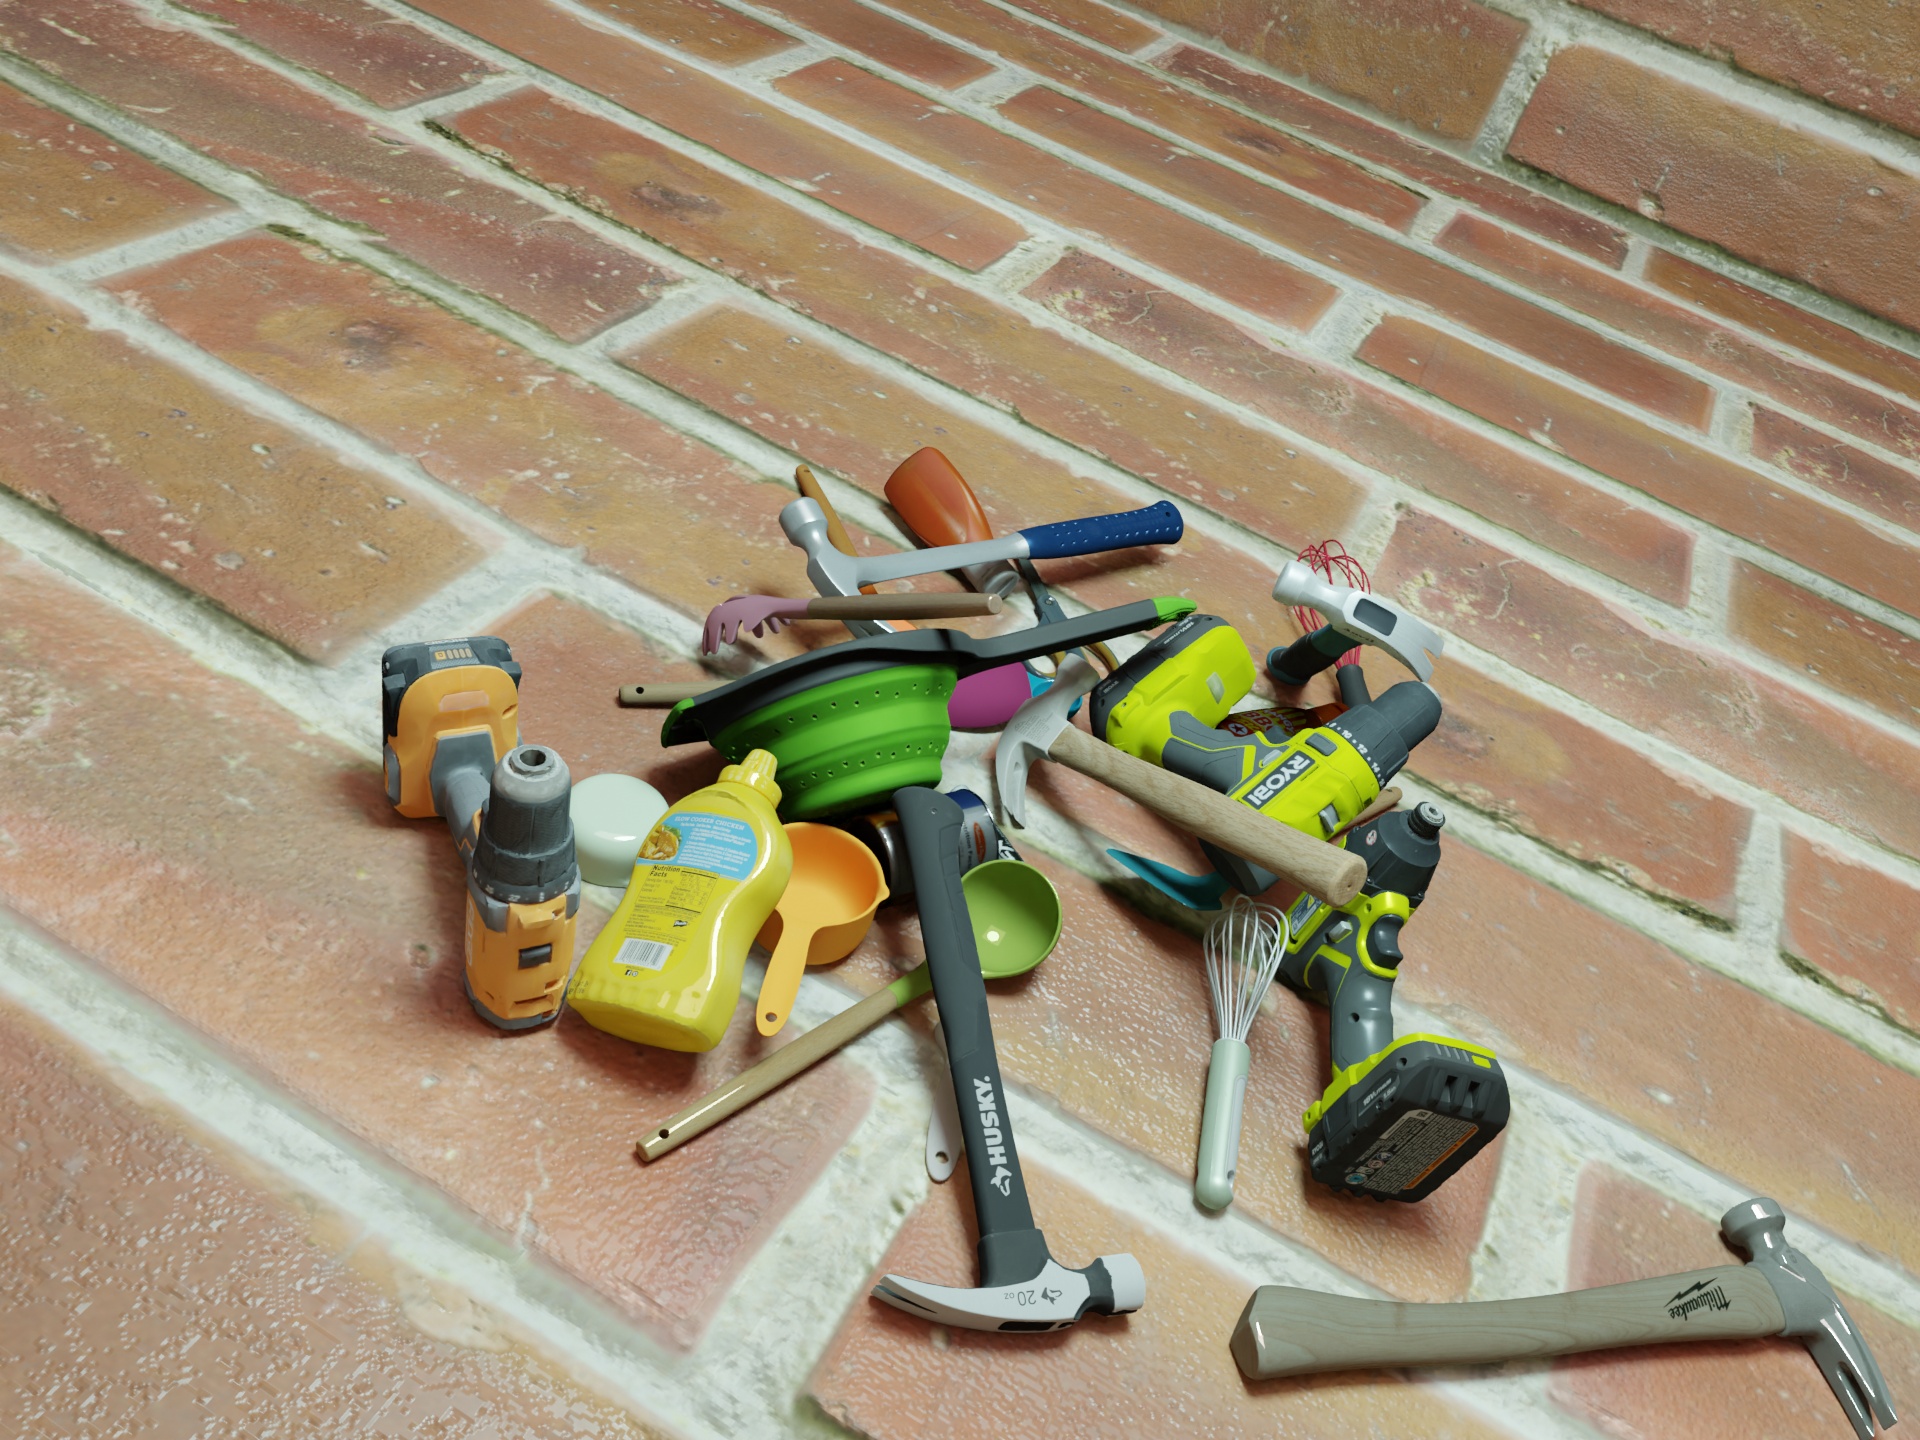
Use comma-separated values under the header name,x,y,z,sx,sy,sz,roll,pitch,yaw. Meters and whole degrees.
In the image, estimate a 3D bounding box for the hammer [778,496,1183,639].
name,x,y,z,sx,sy,sz,roll,pitch,yaw
hammer,0.045,-0.139,1.325,0.405,0.035,0.144,-14,66,-40

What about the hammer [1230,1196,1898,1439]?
name,x,y,z,sx,sy,sz,roll,pitch,yaw
hammer,0.352,0.361,0.929,0.410,0.038,0.146,3,43,-19

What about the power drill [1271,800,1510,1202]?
name,x,y,z,sx,sy,sz,roll,pitch,yaw
power drill,0.269,0.172,1.011,0.080,0.171,0.223,16,43,-13

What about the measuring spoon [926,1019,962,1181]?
name,x,y,z,sx,sy,sz,roll,pitch,yaw
measuring spoon,-0.003,0.222,0.958,0.034,0.018,0.124,16,40,-4

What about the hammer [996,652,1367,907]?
name,x,y,z,sx,sy,sz,roll,pitch,yaw
hammer,0.138,0.052,1.078,0.130,0.031,0.332,-51,39,-9

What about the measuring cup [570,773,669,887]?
name,x,y,z,sx,sy,sz,roll,pitch,yaw
measuring cup,-0.195,0.094,1.011,0.083,0.038,0.168,-22,52,-39

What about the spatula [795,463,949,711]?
name,x,y,z,sx,sy,sz,roll,pitch,yaw
spatula,-0.090,-0.117,1.317,0.081,0.041,0.323,-5,41,-22

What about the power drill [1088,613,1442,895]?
name,x,y,z,sx,sy,sz,roll,pitch,yaw
power drill,0.215,0.008,1.151,0.190,0.080,0.229,-38,36,-8

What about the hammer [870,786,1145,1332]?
name,x,y,z,sx,sy,sz,roll,pitch,yaw
hammer,-0.001,0.186,0.934,0.146,0.035,0.335,0,56,-20

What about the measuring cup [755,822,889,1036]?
name,x,y,z,sx,sy,sz,roll,pitch,yaw
measuring cup,-0.103,0.140,0.988,0.095,0.052,0.174,17,41,-3

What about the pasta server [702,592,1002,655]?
name,x,y,z,sx,sy,sz,roll,pitch,yaw
pasta server,-0.082,-0.070,1.102,0.060,0.040,0.316,-22,16,-40

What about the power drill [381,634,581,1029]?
name,x,y,z,sx,sy,sz,roll,pitch,yaw
power drill,-0.277,0.040,0.930,0.084,0.185,0.226,-9,44,-28

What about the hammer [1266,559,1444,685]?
name,x,y,z,sx,sy,sz,roll,pitch,yaw
hammer,0.280,-0.059,1.226,0.128,0.033,0.331,25,-3,4

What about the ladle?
name,x,y,z,sx,sy,sz,roll,pitch,yaw
ladle,-0.059,0.174,0.964,0.320,0.062,0.078,-26,61,-38

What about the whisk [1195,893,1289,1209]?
name,x,y,z,sx,sy,sz,roll,pitch,yaw
whisk,0.177,0.207,1.030,0.059,0.057,0.246,-8,38,22

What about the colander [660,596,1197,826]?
name,x,y,z,sx,sy,sz,roll,pitch,yaw
colander,-0.002,-0.004,1.101,0.397,0.204,0.094,-15,80,-19

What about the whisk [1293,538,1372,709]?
name,x,y,z,sx,sy,sz,roll,pitch,yaw
whisk,0.337,-0.055,1.392,0.073,0.073,0.296,10,45,-11

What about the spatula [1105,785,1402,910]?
name,x,y,z,sx,sy,sz,roll,pitch,yaw
spatula,0.240,0.088,1.194,0.317,0.044,0.082,-18,37,-38

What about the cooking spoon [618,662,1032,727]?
name,x,y,z,sx,sy,sz,roll,pitch,yaw
cooking spoon,-0.095,-0.024,1.194,0.318,0.017,0.069,-2,65,-19

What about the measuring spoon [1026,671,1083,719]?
name,x,y,z,sx,sy,sz,roll,pitch,yaw
measuring spoon,0.041,-0.031,1.279,0.129,0.021,0.042,29,45,26
